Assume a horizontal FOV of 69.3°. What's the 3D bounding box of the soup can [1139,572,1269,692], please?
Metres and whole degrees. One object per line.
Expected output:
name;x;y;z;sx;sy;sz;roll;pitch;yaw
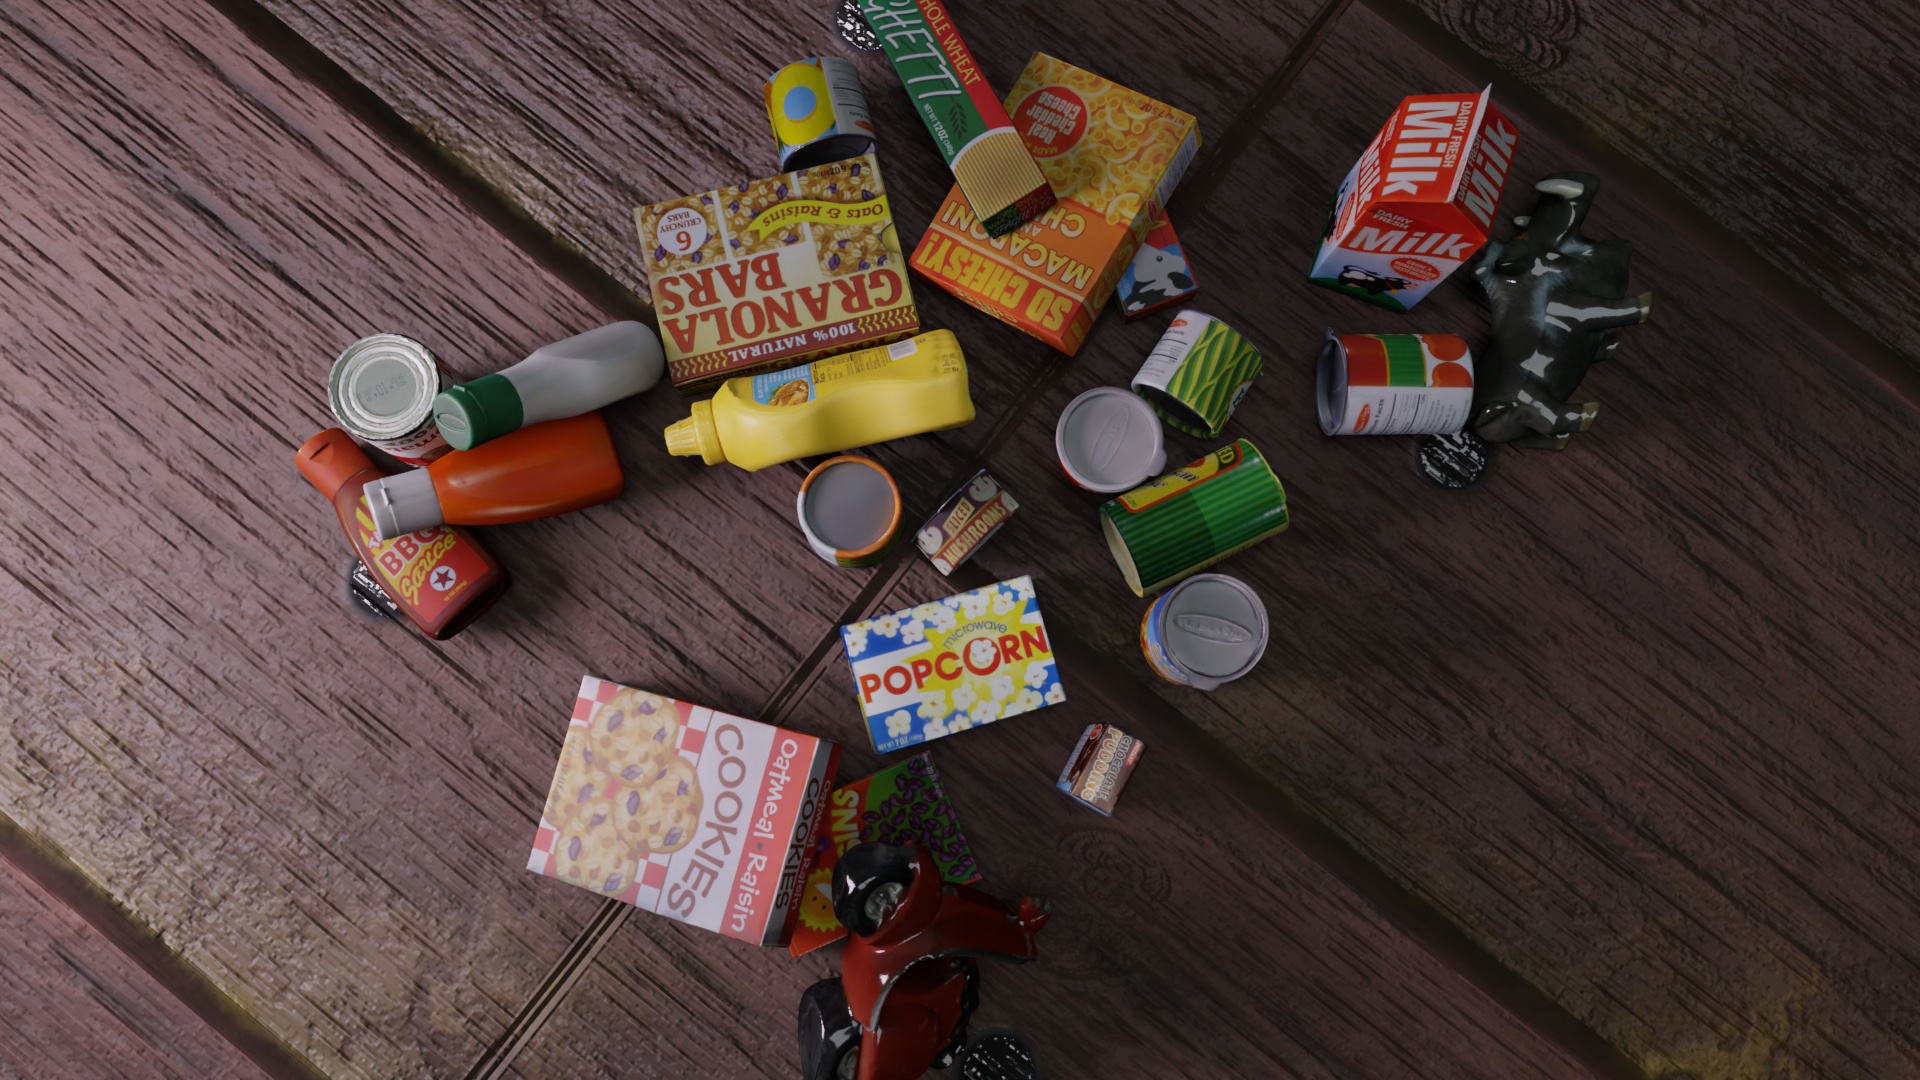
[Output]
soup can;0.149;0.060;0.866;0.071;0.083;0.071;0;82;-1

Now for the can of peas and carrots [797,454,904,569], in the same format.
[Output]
can of peas and carrots;-0.067;-0.019;0.884;0.071;0.058;0.071;0;82;-2

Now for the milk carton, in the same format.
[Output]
milk carton;0.281;-0.209;0.858;0.073;0.190;0.072;19;82;1

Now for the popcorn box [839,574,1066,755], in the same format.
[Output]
popcorn box;-0.005;0.079;0.881;0.127;0.038;0.085;-15;82;-4

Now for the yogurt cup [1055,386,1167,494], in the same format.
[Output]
yogurt cup;0.093;-0.060;0.898;0.072;0.054;0.072;0;81;-2

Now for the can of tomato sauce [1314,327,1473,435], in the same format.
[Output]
can of tomato sauce;0.281;-0.103;0.905;0.083;0.071;0.071;-1;82;-3

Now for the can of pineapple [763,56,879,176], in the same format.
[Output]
can of pineapple;-0.094;-0.277;0.920;0.071;0.071;0.058;-15;82;-4

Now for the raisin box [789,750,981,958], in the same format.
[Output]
raisin box;-0.060;0.193;0.862;0.123;0.040;0.086;-22;84;-4

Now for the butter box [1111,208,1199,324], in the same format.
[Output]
butter box;0.116;-0.203;0.936;0.053;0.024;0.103;-21;82;-4

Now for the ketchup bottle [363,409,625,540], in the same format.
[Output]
ketchup bottle;-0.290;-0.038;0.865;0.149;0.043;0.065;-18;74;-23

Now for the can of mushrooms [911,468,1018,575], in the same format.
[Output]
can of mushrooms;0.003;-0.011;0.879;0.071;0.071;0.033;-43;87;-7

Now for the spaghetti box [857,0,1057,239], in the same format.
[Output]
spaghetti box;-0.015;-0.310;0.914;0.050;0.028;0.250;-30;69;9

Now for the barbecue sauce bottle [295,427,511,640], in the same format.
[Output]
barbecue sauce bottle;-0.358;-0.008;0.881;0.148;0.043;0.065;45;78;5

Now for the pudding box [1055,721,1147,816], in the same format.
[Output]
pudding box;0.085;0.139;0.852;0.030;0.083;0.050;30;82;2

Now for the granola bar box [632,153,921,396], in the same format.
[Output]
granola bar box;-0.120;-0.175;0.916;0.166;0.039;0.124;-14;82;-4

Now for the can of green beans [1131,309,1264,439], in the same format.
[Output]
can of green beans;0.153;-0.107;0.901;0.071;0.071;0.058;34;83;3

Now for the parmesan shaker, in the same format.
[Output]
parmesan shaker;0.148;-0.014;0.884;0.103;0.071;0.071;-25;83;-5

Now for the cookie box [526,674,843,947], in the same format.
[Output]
cookie box;-0.166;0.161;0.837;0.167;0.040;0.123;11;80;21

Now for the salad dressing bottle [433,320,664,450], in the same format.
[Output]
salad dressing bottle;-0.251;-0.096;0.856;0.064;0.148;0.043;18;122;32

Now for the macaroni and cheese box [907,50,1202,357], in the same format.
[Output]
macaroni and cheese box;0.062;-0.220;0.906;0.124;0.040;0.166;30;87;21
